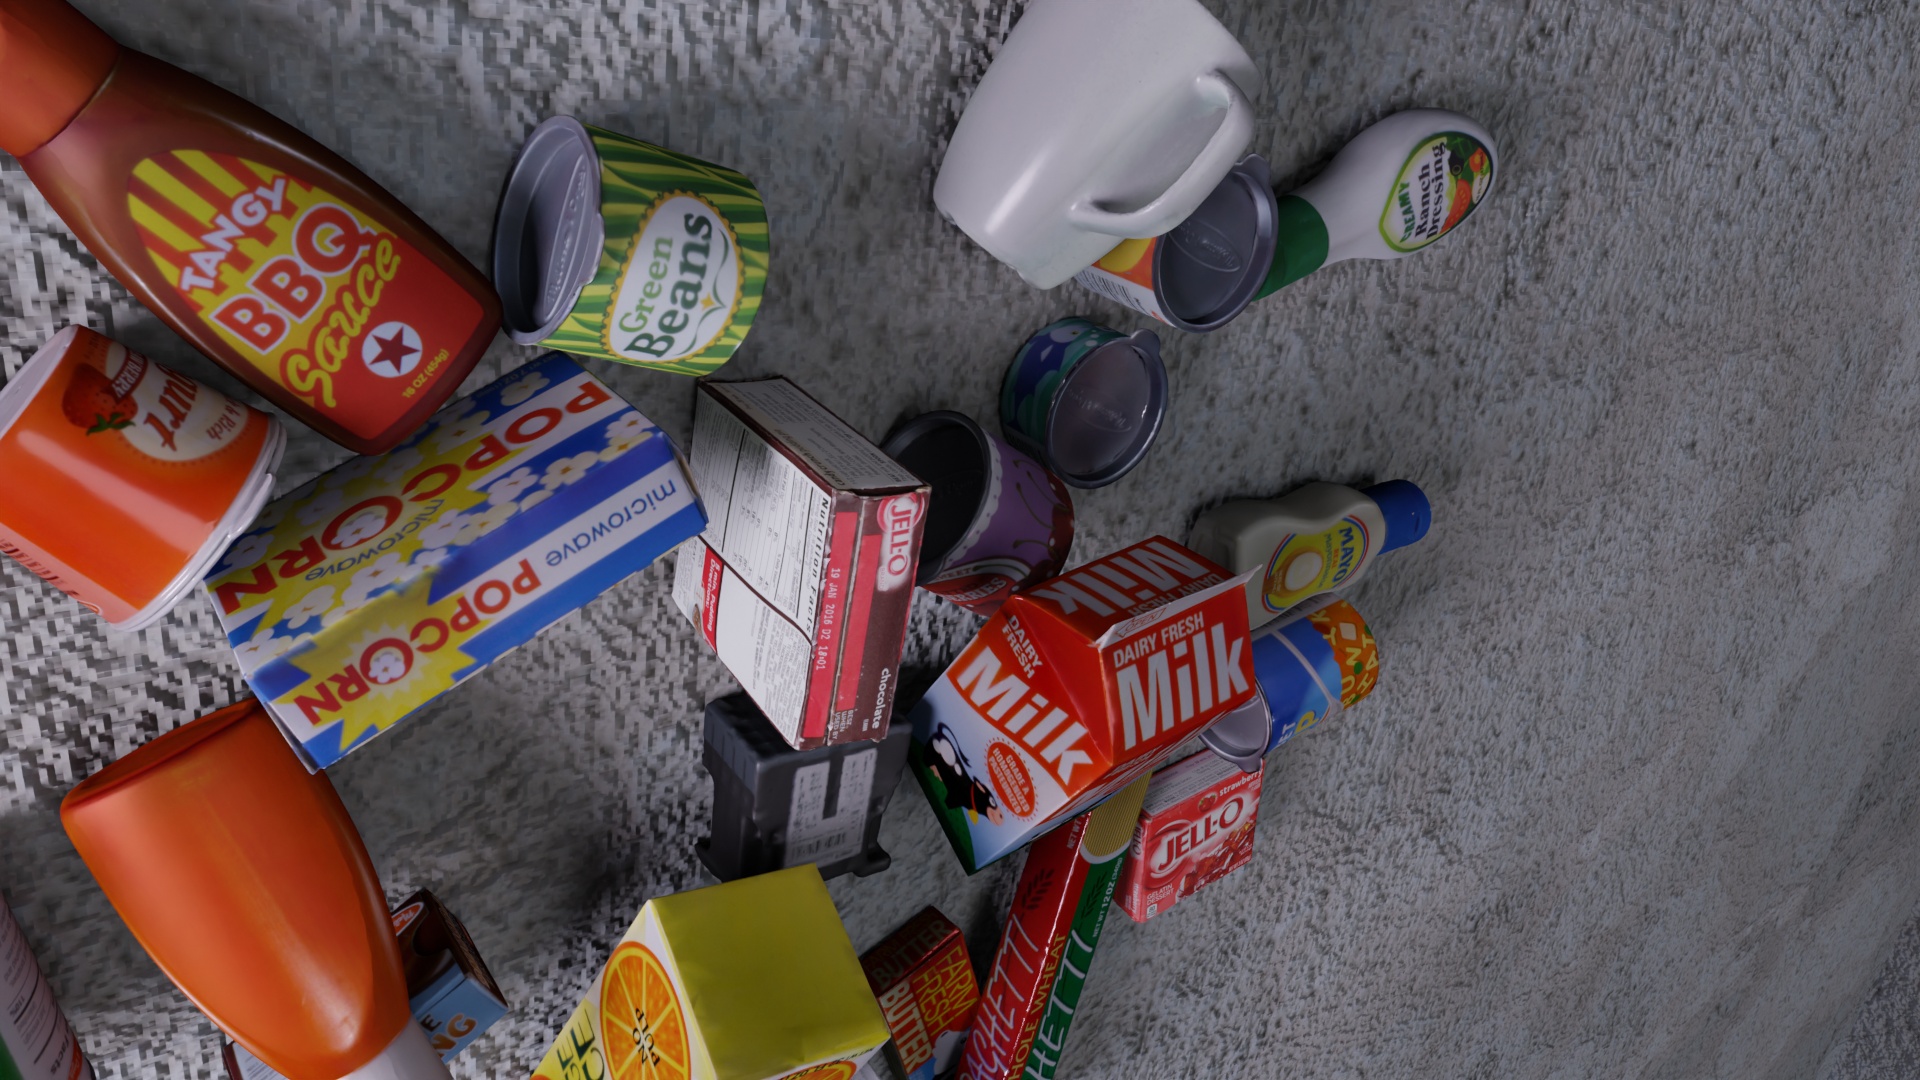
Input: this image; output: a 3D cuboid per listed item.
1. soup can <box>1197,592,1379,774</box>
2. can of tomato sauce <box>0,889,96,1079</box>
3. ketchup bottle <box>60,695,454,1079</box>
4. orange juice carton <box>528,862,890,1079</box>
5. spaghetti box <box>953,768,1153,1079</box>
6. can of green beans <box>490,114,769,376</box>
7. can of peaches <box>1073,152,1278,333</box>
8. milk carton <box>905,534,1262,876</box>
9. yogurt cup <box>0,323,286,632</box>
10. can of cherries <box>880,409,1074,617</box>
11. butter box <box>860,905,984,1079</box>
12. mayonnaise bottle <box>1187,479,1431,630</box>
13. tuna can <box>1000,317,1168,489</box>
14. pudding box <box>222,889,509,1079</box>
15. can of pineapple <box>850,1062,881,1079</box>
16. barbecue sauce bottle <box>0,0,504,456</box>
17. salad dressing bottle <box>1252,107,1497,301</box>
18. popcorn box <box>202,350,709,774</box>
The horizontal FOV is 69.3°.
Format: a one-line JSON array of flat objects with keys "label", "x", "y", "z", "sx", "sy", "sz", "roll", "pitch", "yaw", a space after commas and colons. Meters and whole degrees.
[{"label": "soup can", "x": 0.164, "y": 0.071, "z": 0.716, "sx": 0.084, "sy": 0.071, "sz": 0.071, "roll": -21, "pitch": 125, "yaw": -30}, {"label": "can of tomato sauce", "x": -0.289, "y": 0.136, "z": 0.378, "sx": 0.071, "sy": 0.071, "sz": 0.082, "roll": -21, "pitch": 125, "yaw": -30}, {"label": "ketchup bottle", "x": -0.202, "y": 0.124, "z": 0.422, "sx": 0.065, "sy": 0.043, "sz": 0.148, "roll": -29, "pitch": 105, "yaw": -19}, {"label": "orange juice carton", "x": -0.109, "y": 0.210, "z": 0.539, "sx": 0.072, "sy": 0.073, "sz": 0.191, "roll": -2, "pitch": 140, "yaw": -40}, {"label": "spaghetti box", "x": 0.038, "y": 0.220, "z": 0.695, "sx": 0.050, "sy": 0.029, "sz": 0.249, "roll": 11, "pitch": 97, "yaw": -52}, {"label": "can of green beans", "x": -0.098, "y": -0.085, "z": 0.413, "sx": 0.058, "sy": 0.071, "sz": 0.071, "roll": 8, "pitch": 108, "yaw": -42}, {"label": "can of peaches", "x": 0.083, "y": -0.124, "z": 0.549, "sx": 0.071, "sy": 0.058, "sz": 0.071, "roll": -19, "pitch": 124, "yaw": -31}, {"label": "milk carton", "x": 0.045, "y": 0.061, "z": 0.542, "sx": 0.072, "sy": 0.073, "sz": 0.189, "roll": -20, "pitch": 162, "yaw": -31}, {"label": "yogurt cup", "x": -0.218, "y": -0.018, "z": 0.355, "sx": 0.072, "sy": 0.072, "sz": 0.054, "roll": -52, "pitch": 127, "yaw": -4}, {"label": "can of cherries", "x": 0.002, "y": -0.007, "z": 0.538, "sx": 0.058, "sy": 0.071, "sz": 0.071, "roll": 29, "pitch": 93, "yaw": -46}, {"label": "butter box", "x": -0.016, "y": 0.233, "z": 0.688, "sx": 0.053, "sy": 0.024, "sz": 0.103, "roll": -32, "pitch": 130, "yaw": -23}, {"label": "mayonnaise bottle", "x": 0.180, "y": 0.001, "z": 0.710, "sx": 0.148, "sy": 0.041, "sz": 0.064, "roll": -16, "pitch": 121, "yaw": -32}, {"label": "tuna can", "x": 0.052, "y": -0.060, "z": 0.576, "sx": 0.071, "sy": 0.033, "sz": 0.070, "roll": -20, "pitch": 125, "yaw": -31}, {"label": "pudding box", "x": -0.204, "y": 0.168, "z": 0.478, "sx": 0.084, "sy": 0.050, "sz": 0.030, "roll": -40, "pitch": 134, "yaw": -16}, {"label": "can of pineapple", "x": -0.062, "y": 0.274, "z": 0.645, "sx": 0.058, "sy": 0.071, "sz": 0.070, "roll": -32, "pitch": 130, "yaw": -22}, {"label": "barbecue sauce bottle", "x": -0.191, "y": -0.085, "z": 0.352, "sx": 0.065, "sy": 0.044, "sz": 0.148, "roll": -50, "pitch": 134, "yaw": -4}, {"label": "salad dressing bottle", "x": 0.176, "y": -0.149, "z": 0.622, "sx": 0.148, "sy": 0.044, "sz": 0.064, "roll": -28, "pitch": 130, "yaw": -25}, {"label": "popcorn box", "x": -0.149, "y": -0.001, "z": 0.405, "sx": 0.127, "sy": 0.085, "sz": 0.038, "roll": -34, "pitch": 130, "yaw": -20}]
